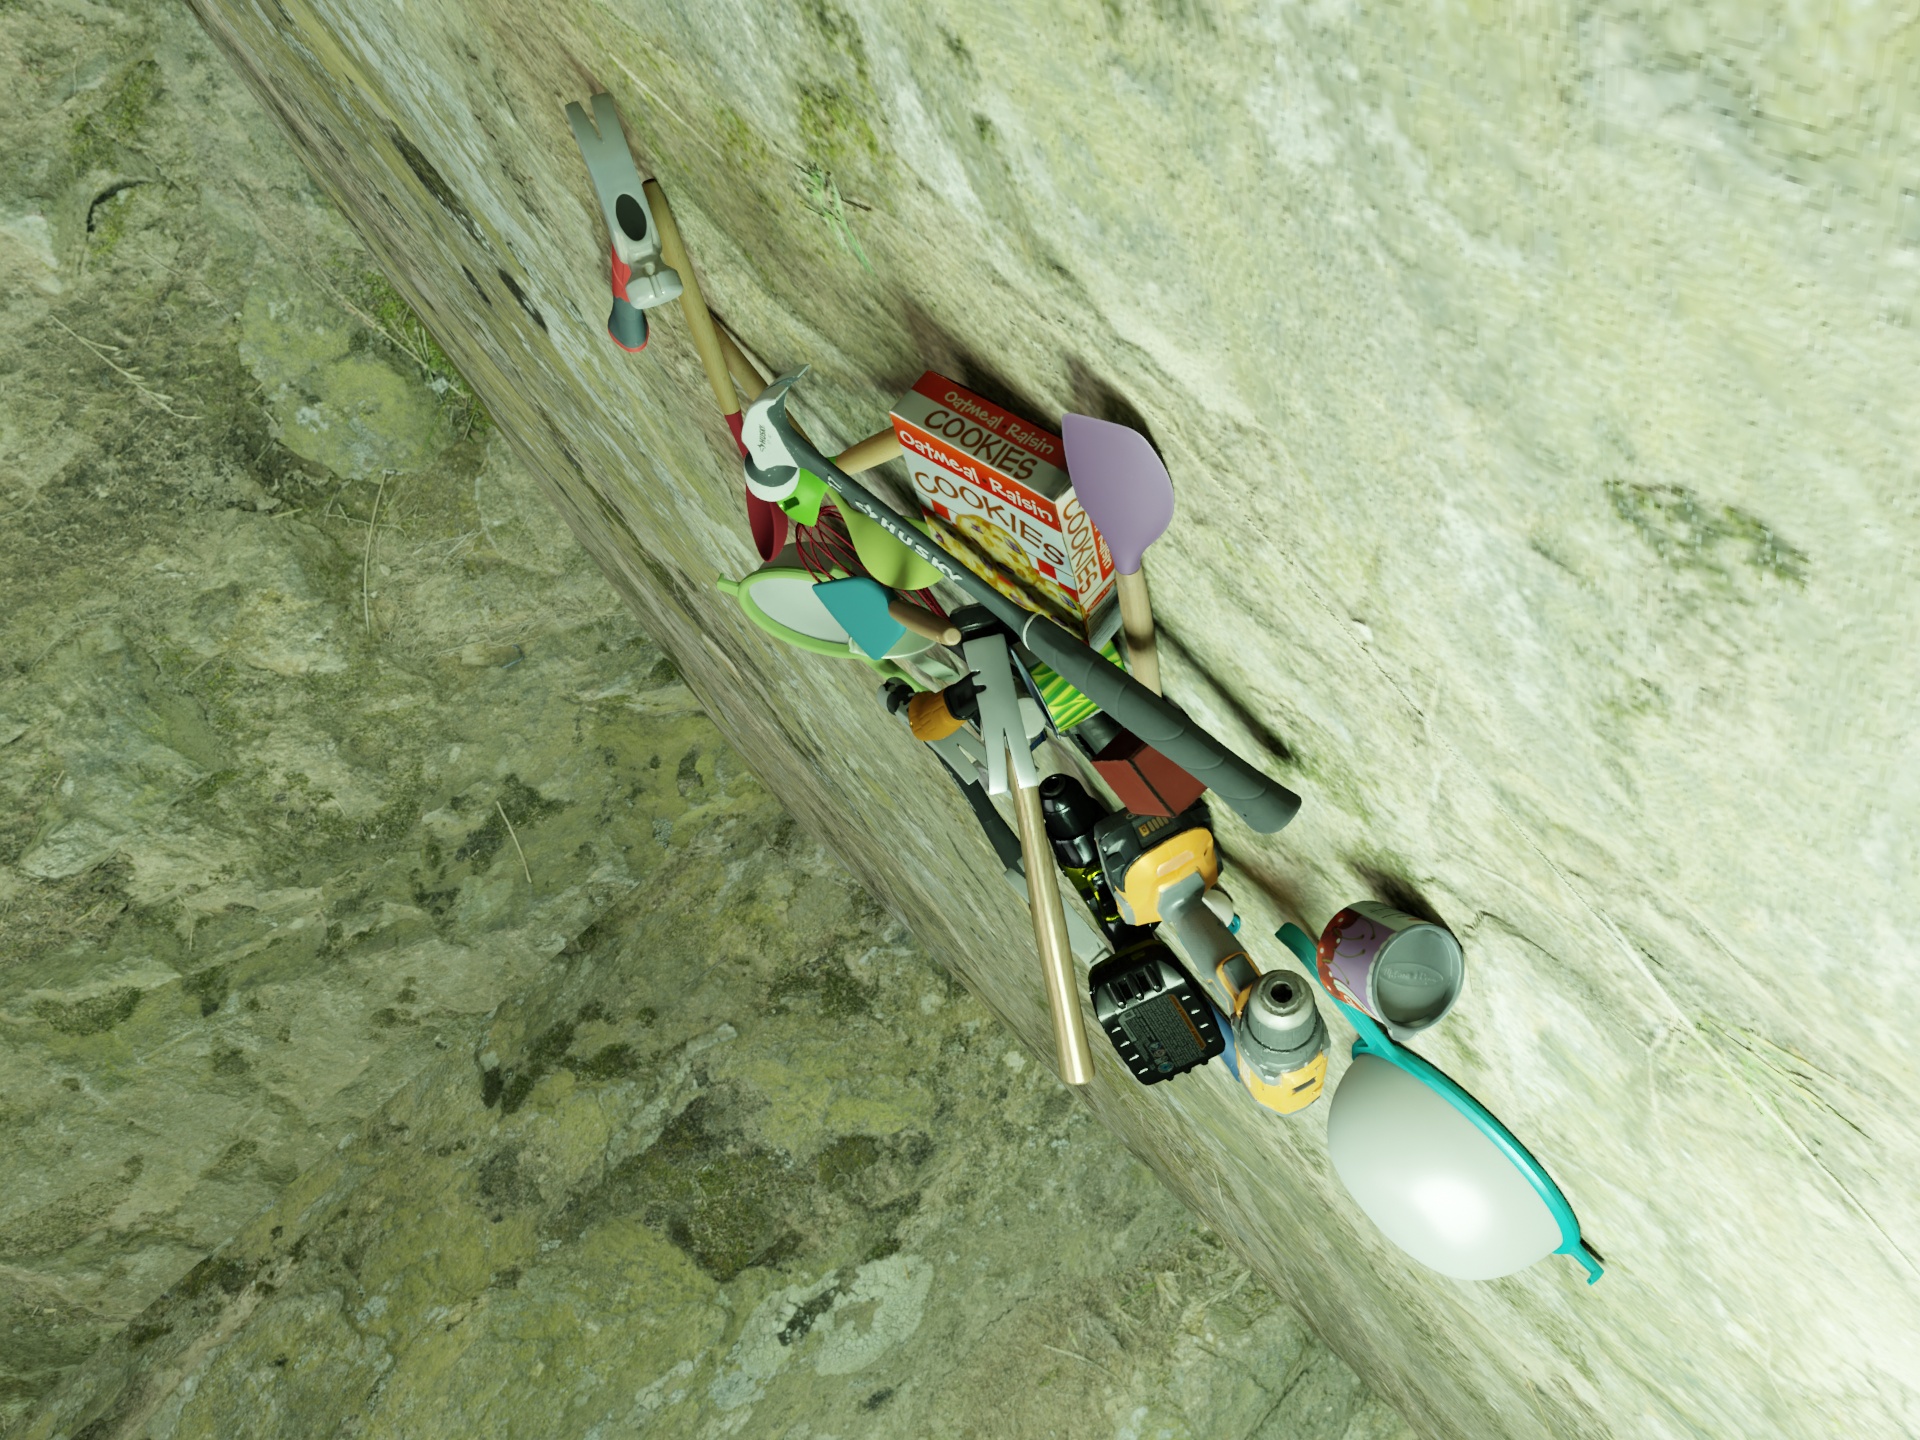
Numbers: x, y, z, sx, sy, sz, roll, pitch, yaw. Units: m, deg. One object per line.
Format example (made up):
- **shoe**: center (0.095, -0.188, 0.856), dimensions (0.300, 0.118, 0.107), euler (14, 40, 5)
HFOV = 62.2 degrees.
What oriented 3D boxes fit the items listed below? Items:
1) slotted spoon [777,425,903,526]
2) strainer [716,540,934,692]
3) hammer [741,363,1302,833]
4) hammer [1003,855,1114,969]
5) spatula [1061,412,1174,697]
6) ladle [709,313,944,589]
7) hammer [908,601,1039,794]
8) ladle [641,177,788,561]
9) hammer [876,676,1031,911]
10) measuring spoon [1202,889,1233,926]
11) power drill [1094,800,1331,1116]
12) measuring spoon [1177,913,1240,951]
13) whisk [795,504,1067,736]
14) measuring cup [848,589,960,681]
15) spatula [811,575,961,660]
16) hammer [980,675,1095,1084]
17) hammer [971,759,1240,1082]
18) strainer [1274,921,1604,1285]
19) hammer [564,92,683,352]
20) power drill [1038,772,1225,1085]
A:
- **slotted spoon**: center (-0.069, -0.180, 1.076), dimensions (0.314, 0.031, 0.070), euler (-4, 106, 62)
- **strainer**: center (-0.093, -0.097, 1.476), dimensions (0.151, 0.069, 0.256), euler (-2, 153, 35)
- **hammer**: center (0.032, -0.067, 0.950), dimensions (0.409, 0.036, 0.149), euler (37, 163, 6)
- **hammer**: center (0.131, 0.228, 1.593), dimensions (0.149, 0.037, 0.358), euler (48, 178, 20)
- **spatula**: center (0.101, -0.076, 0.915), dimensions (0.060, 0.018, 0.315), euler (19, 159, 19)
- **ladle**: center (-0.115, -0.222, 1.222), dimensions (0.320, 0.062, 0.078), euler (52, 172, 18)
- **hammer**: center (-0.002, -0.004, 1.205), dimensions (0.337, 0.034, 0.127), euler (154, 103, -80)
- **ladle**: center (-0.186, -0.262, 1.223), dimensions (0.069, 0.031, 0.315), euler (45, 157, 51)
- **hammer**: center (0.033, 0.099, 1.522), dimensions (0.146, 0.035, 0.334), euler (38, 165, 47)
- **measuring spoon**: center (0.193, 0.137, 1.300), dimensions (0.034, 0.018, 0.124), euler (52, 175, -18)
- **power drill**: center (0.179, 0.154, 1.107), dimensions (0.226, 0.084, 0.185), euler (59, 175, 29)
- **measuring spoon**: center (0.216, 0.175, 1.335), dimensions (0.042, 0.021, 0.128), euler (59, 161, 9)
- **whisk**: center (-0.023, -0.081, 1.277), dimensions (0.296, 0.073, 0.073), euler (39, 167, 14)
- **measuring cup**: center (-0.040, -0.072, 1.394), dimensions (0.167, 0.083, 0.038), euler (32, -132, -61)
- **spatula**: center (-0.047, -0.070, 1.155), dimensions (0.082, 0.044, 0.318), euler (50, 176, -15)
- **hammer**: center (0.062, 0.125, 1.226), dimensions (0.130, 0.031, 0.331), euler (-129, 27, -73)
- **hammer**: center (0.157, 0.192, 1.543), dimensions (0.405, 0.035, 0.144), euler (50, 169, -5)
- **strainer**: center (0.309, 0.298, 1.176), dimensions (0.340, 0.095, 0.211), euler (51, 169, -16)
- **hammer**: center (-0.269, -0.366, 1.260), dimensions (0.386, 0.038, 0.143), euler (-165, 55, -77)
- **power drill**: center (0.130, 0.164, 1.308), dimensions (0.190, 0.080, 0.229), euler (57, -170, -38)
